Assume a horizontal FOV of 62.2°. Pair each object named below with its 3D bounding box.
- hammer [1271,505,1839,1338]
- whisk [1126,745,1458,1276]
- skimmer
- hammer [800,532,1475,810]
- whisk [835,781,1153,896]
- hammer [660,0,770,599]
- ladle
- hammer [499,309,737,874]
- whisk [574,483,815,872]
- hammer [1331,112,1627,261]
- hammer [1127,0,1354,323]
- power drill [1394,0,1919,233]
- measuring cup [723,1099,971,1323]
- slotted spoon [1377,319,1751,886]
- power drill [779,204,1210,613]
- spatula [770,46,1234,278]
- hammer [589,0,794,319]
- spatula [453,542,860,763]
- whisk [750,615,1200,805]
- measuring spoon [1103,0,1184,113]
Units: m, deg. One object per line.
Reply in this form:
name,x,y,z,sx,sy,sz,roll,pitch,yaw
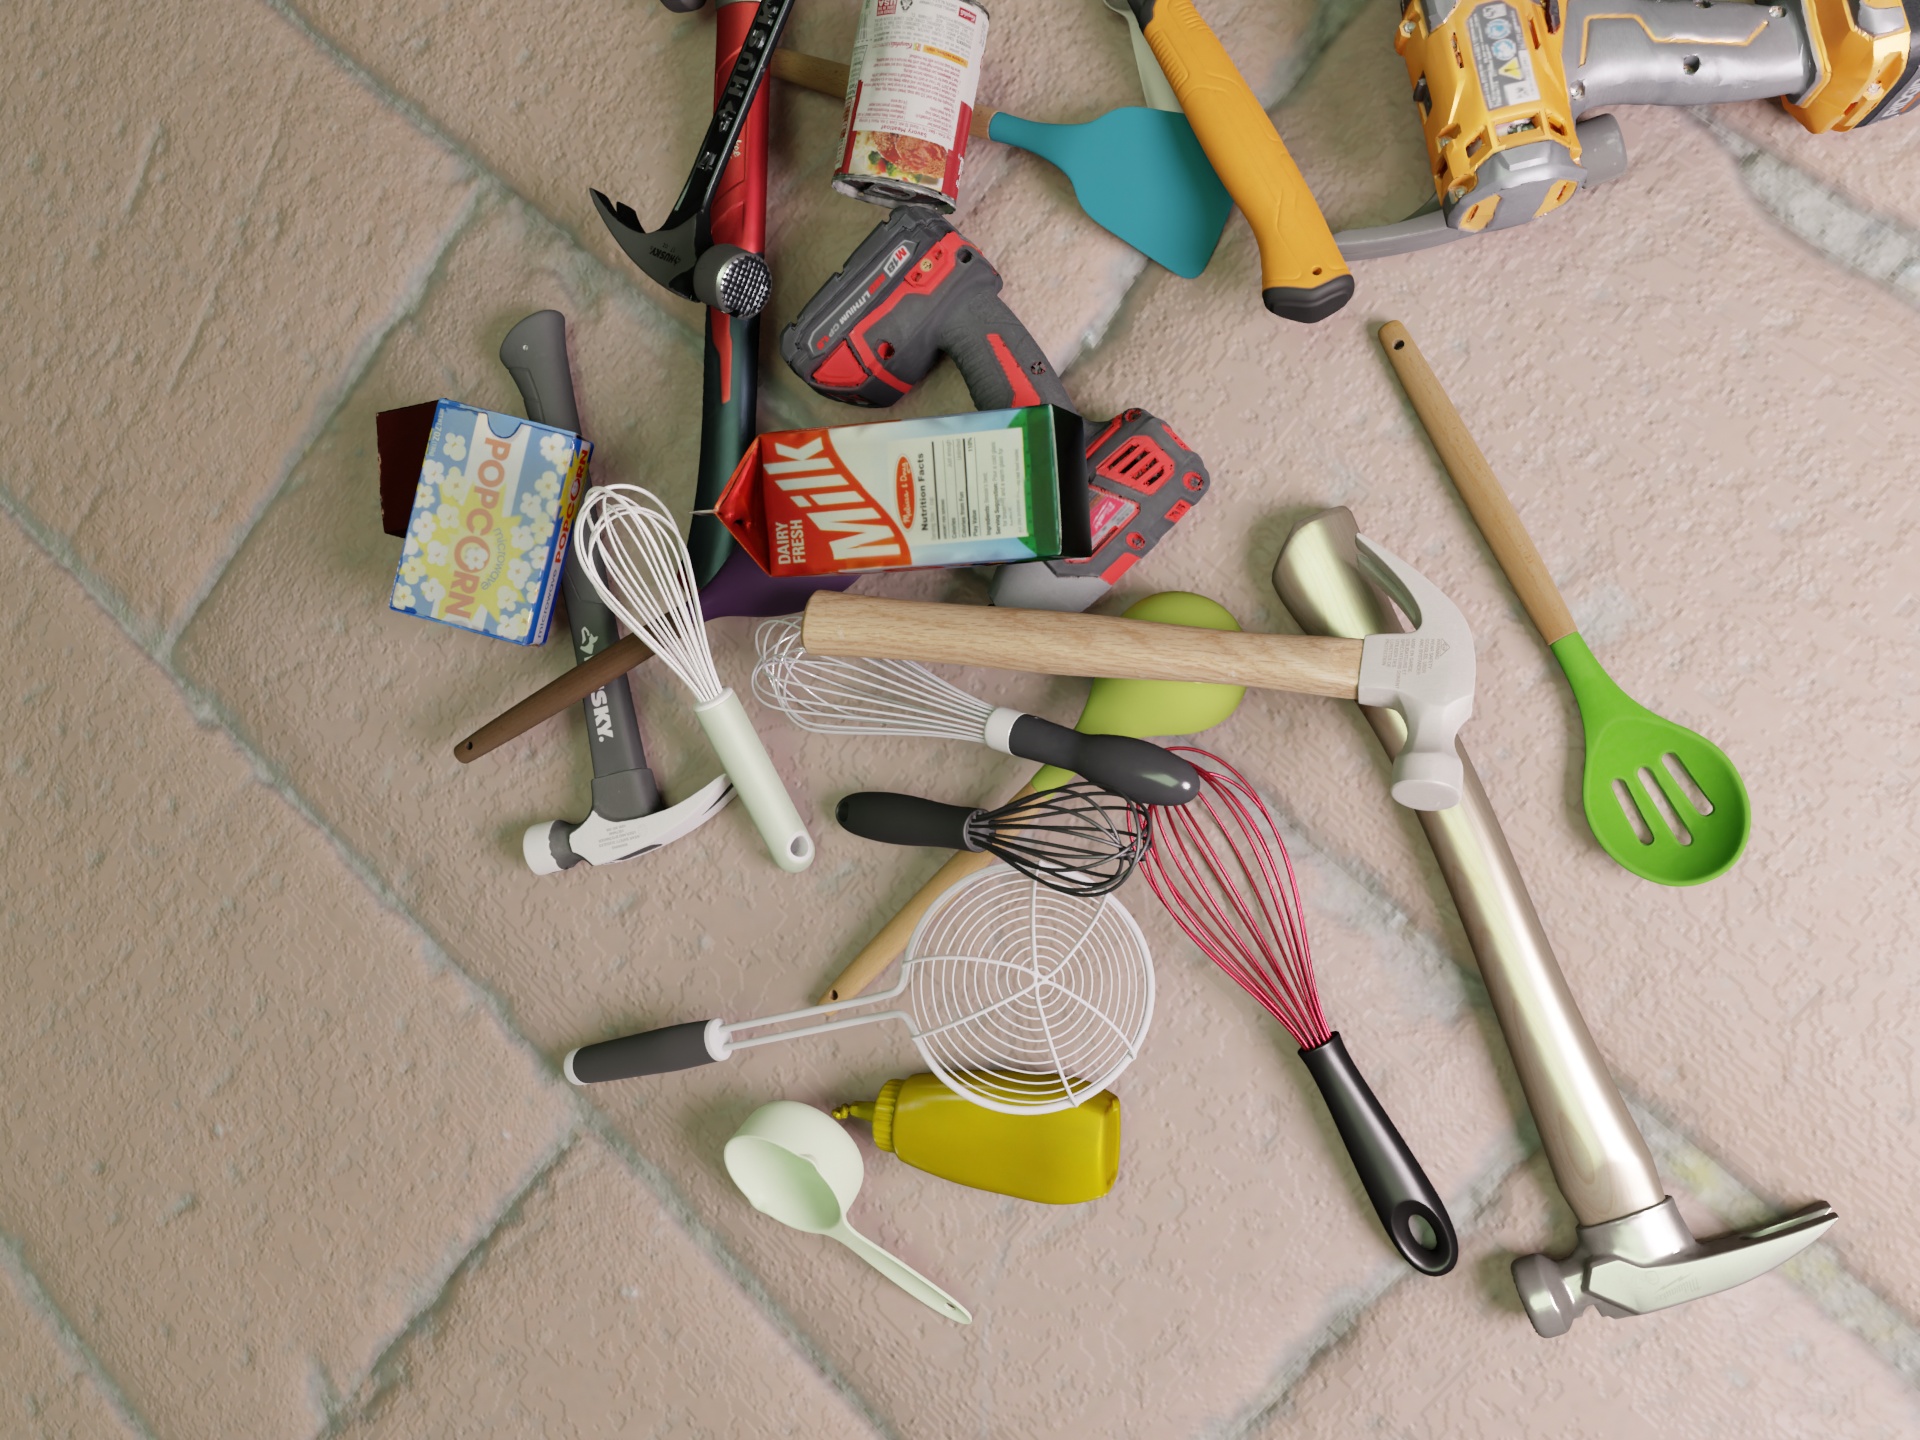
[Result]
hammer,0.267,0.081,0.778,0.146,0.038,0.411,-24,81,16
whisk,0.170,0.145,0.801,0.073,0.073,0.296,-30,86,16
skimmer,-0.070,0.167,0.878,0.363,0.090,0.127,-18,74,34
hammer,0.080,-0.038,0.779,0.331,0.031,0.130,6,64,17
whisk,0.008,0.053,0.817,0.239,0.055,0.055,2,89,50
hammer,-0.116,-0.255,0.905,0.143,0.038,0.386,4,93,28
ladle,0.031,0.055,0.864,0.320,0.062,0.078,-47,71,20
hammer,-0.221,-0.084,0.953,0.146,0.035,0.335,-14,84,19
whisk,-0.140,-0.018,0.870,0.059,0.058,0.246,3,125,50
hammer,0.219,-0.420,0.807,0.149,0.036,0.359,-14,85,18
hammer,0.119,-0.353,0.815,0.127,0.034,0.337,-25,76,5
power drill,0.312,-0.337,0.725,0.226,0.084,0.185,-12,82,5
measuring cup,-0.054,0.272,0.884,0.167,0.038,0.083,38,136,-2
slotted spoon,0.285,-0.064,0.780,0.070,0.031,0.314,-29,78,16
power drill,0.013,-0.155,0.854,0.143,0.078,0.220,-45,78,13
spatula,0.003,-0.333,0.887,0.318,0.044,0.082,26,107,24
hammer,-0.080,-0.419,0.834,0.149,0.036,0.409,32,101,39
spatula,-0.170,-0.046,0.897,0.316,0.018,0.060,-27,81,22
whisk,-0.002,-0.004,0.831,0.285,0.070,0.070,17,94,33
measuring spoon,0.106,-0.354,0.859,0.034,0.018,0.124,-17,90,19
